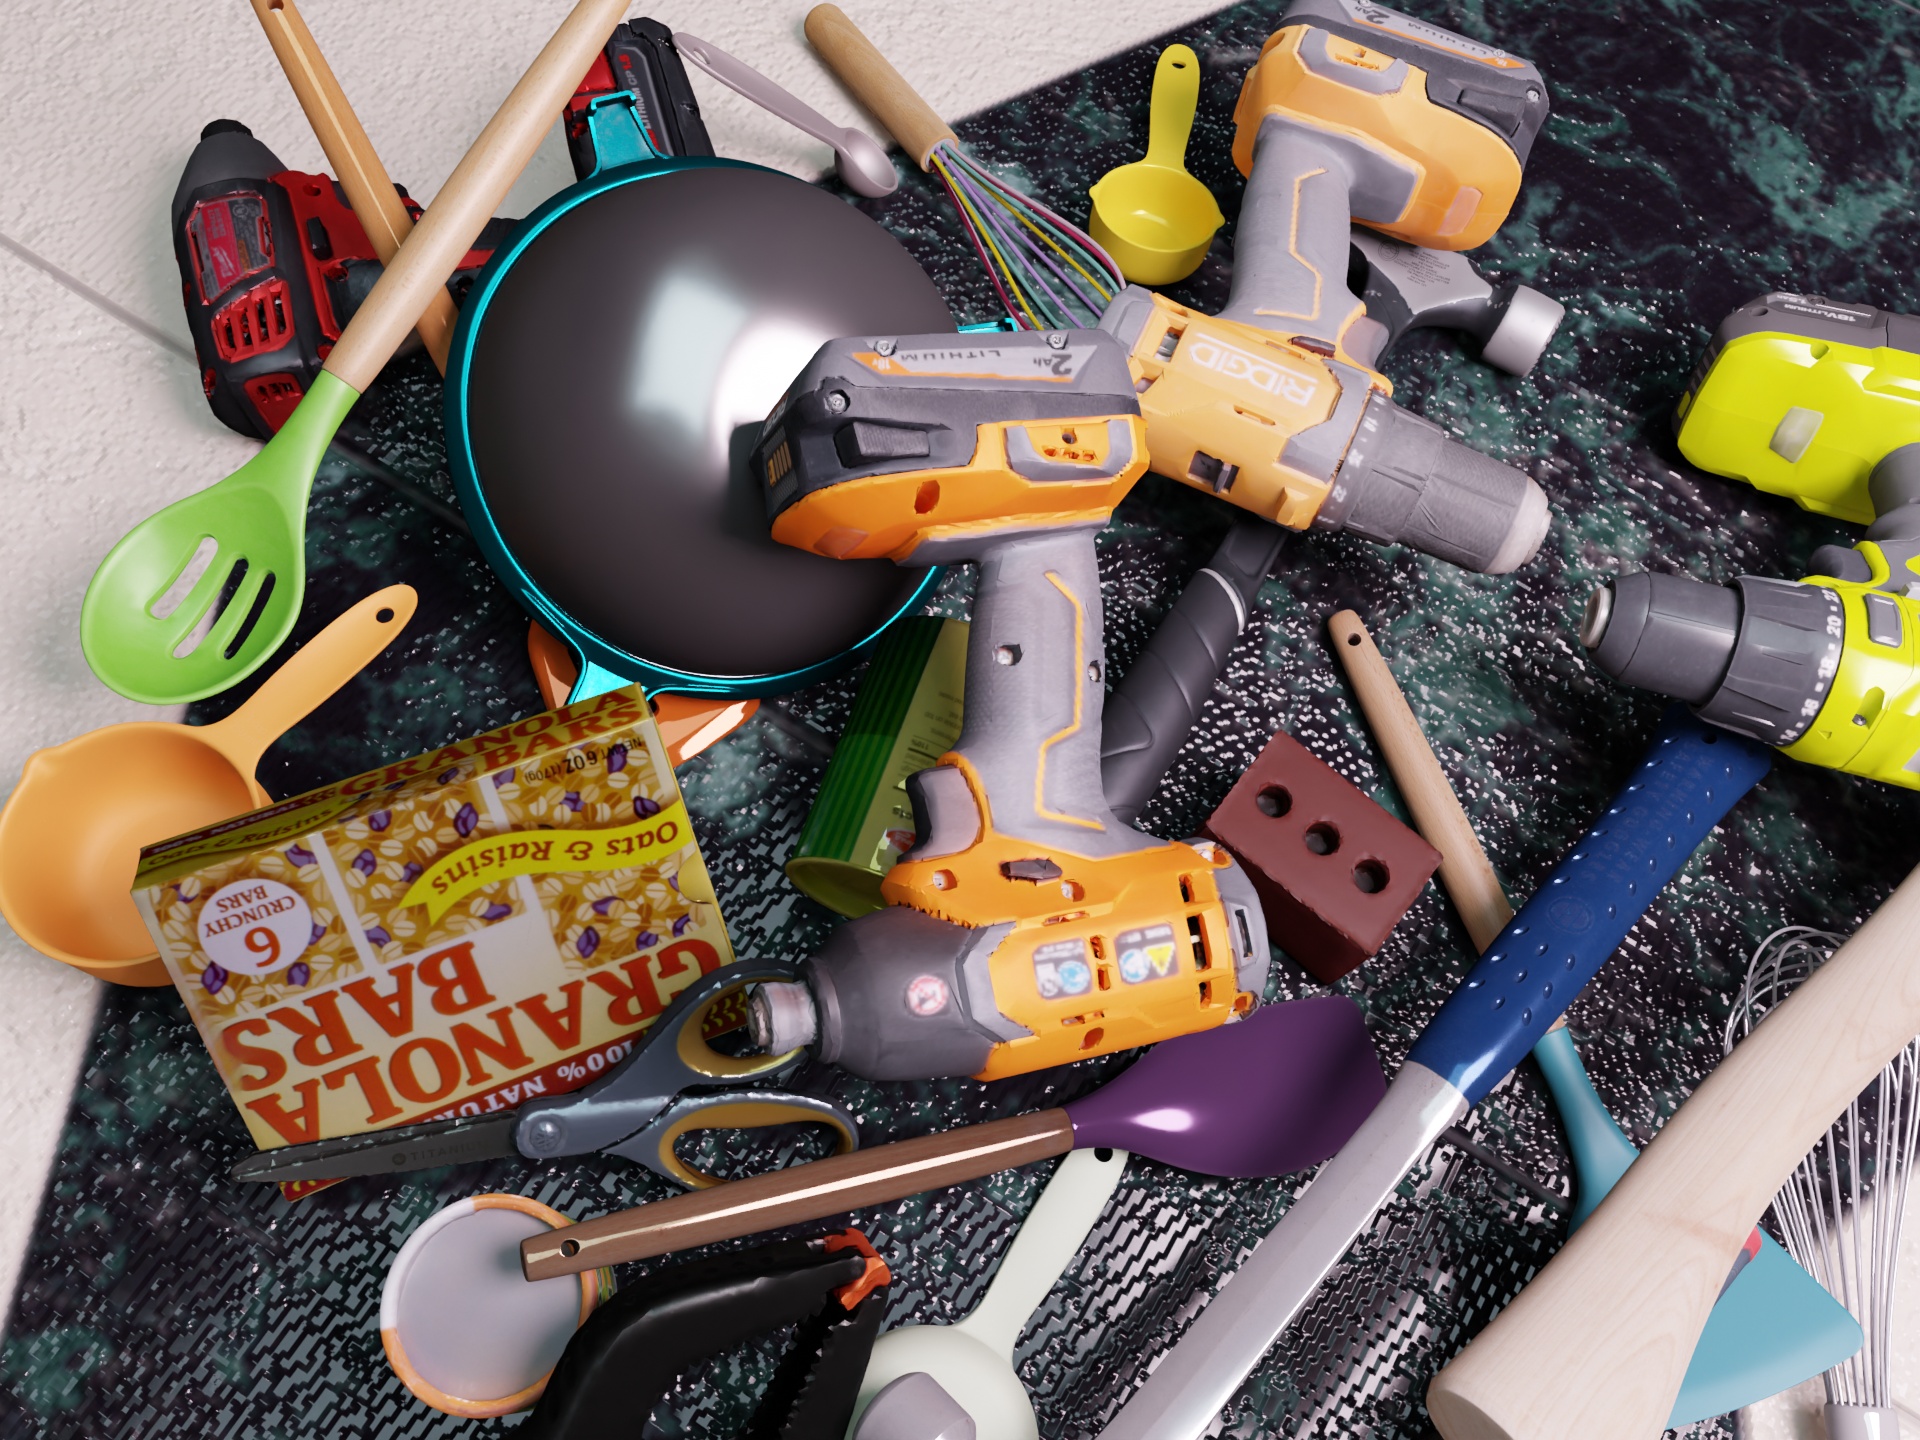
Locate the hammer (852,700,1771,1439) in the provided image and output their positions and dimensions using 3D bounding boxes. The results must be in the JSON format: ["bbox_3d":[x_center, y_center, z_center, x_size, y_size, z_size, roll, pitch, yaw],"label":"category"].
[{"bbox_3d":[0.156,0.132,0.525,0.144,0.035,0.405,32,61,34],"label":"hammer"}]

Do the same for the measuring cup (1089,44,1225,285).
[{"bbox_3d":[0.094,-0.261,0.745,0.062,0.029,0.157,12,56,-1],"label":"measuring cup"}]

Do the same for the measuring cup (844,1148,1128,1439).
[{"bbox_3d":[0.014,0.203,0.534,0.083,0.038,0.168,33,71,8],"label":"measuring cup"}]

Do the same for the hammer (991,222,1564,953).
[{"bbox_3d":[0.107,-0.065,0.636,0.149,0.036,0.409,29,63,8],"label":"hammer"}]

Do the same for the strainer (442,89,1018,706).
[{"bbox_3d":[-0.099,-0.056,0.569,0.210,0.095,0.340,26,78,-20],"label":"strainer"}]

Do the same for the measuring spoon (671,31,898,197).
[{"bbox_3d":[-0.077,-0.260,0.691,0.124,0.018,0.034,19,47,-42],"label":"measuring spoon"}]

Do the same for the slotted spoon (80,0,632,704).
[{"bbox_3d":[-0.205,-0.141,0.568,0.070,0.031,0.314,31,84,5],"label":"slotted spoon"}]

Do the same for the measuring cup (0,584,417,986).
[{"bbox_3d":[-0.258,0.020,0.576,0.095,0.052,0.174,37,67,9],"label":"measuring cup"}]

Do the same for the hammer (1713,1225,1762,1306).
[{"bbox_3d":[0.129,0.302,0.473,0.386,0.038,0.143,-43,104,-18],"label":"hammer"}]

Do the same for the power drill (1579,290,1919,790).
[{"bbox_3d":[0.342,-0.070,0.619,0.190,0.080,0.229,15,48,7],"label":"power drill"}]

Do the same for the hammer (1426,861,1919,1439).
[{"bbox_3d":[0.282,0.096,0.526,0.410,0.038,0.146,-29,56,-31],"label":"hammer"}]

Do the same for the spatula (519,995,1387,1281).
[{"bbox_3d":[0.013,0.146,0.539,0.315,0.018,0.060,-7,70,-22],"label":"spatula"}]

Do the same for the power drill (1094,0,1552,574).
[{"bbox_3d":[0.165,-0.171,0.637,0.185,0.084,0.226,24,67,6],"label":"power drill"}]

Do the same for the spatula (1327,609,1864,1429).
[{"bbox_3d":[0.211,0.091,0.597,0.082,0.044,0.318,-23,70,3],"label":"spatula"}]

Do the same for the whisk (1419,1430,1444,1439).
[{"bbox_3d":[0.082,0.276,0.505,0.296,0.073,0.073,-15,70,-18],"label":"whisk"}]

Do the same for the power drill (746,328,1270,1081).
[{"bbox_3d":[-0.001,-0.002,0.501,0.164,0.084,0.226,-8,83,-24],"label":"power drill"}]

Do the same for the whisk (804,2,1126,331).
[{"bbox_3d":[0.001,-0.241,0.713,0.047,0.051,0.245,-34,72,-11],"label":"whisk"}]

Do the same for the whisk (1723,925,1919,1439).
[{"bbox_3d":[0.310,0.213,0.555,0.070,0.070,0.285,5,72,-4],"label":"whisk"}]

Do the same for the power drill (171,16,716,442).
[{"bbox_3d":[-0.212,-0.208,0.662,0.219,0.078,0.143,-17,71,-9],"label":"power drill"}]

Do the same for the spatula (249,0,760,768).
[{"bbox_3d":[-0.182,-0.126,0.600,0.081,0.041,0.322,-29,104,-16],"label":"spatula"}]
